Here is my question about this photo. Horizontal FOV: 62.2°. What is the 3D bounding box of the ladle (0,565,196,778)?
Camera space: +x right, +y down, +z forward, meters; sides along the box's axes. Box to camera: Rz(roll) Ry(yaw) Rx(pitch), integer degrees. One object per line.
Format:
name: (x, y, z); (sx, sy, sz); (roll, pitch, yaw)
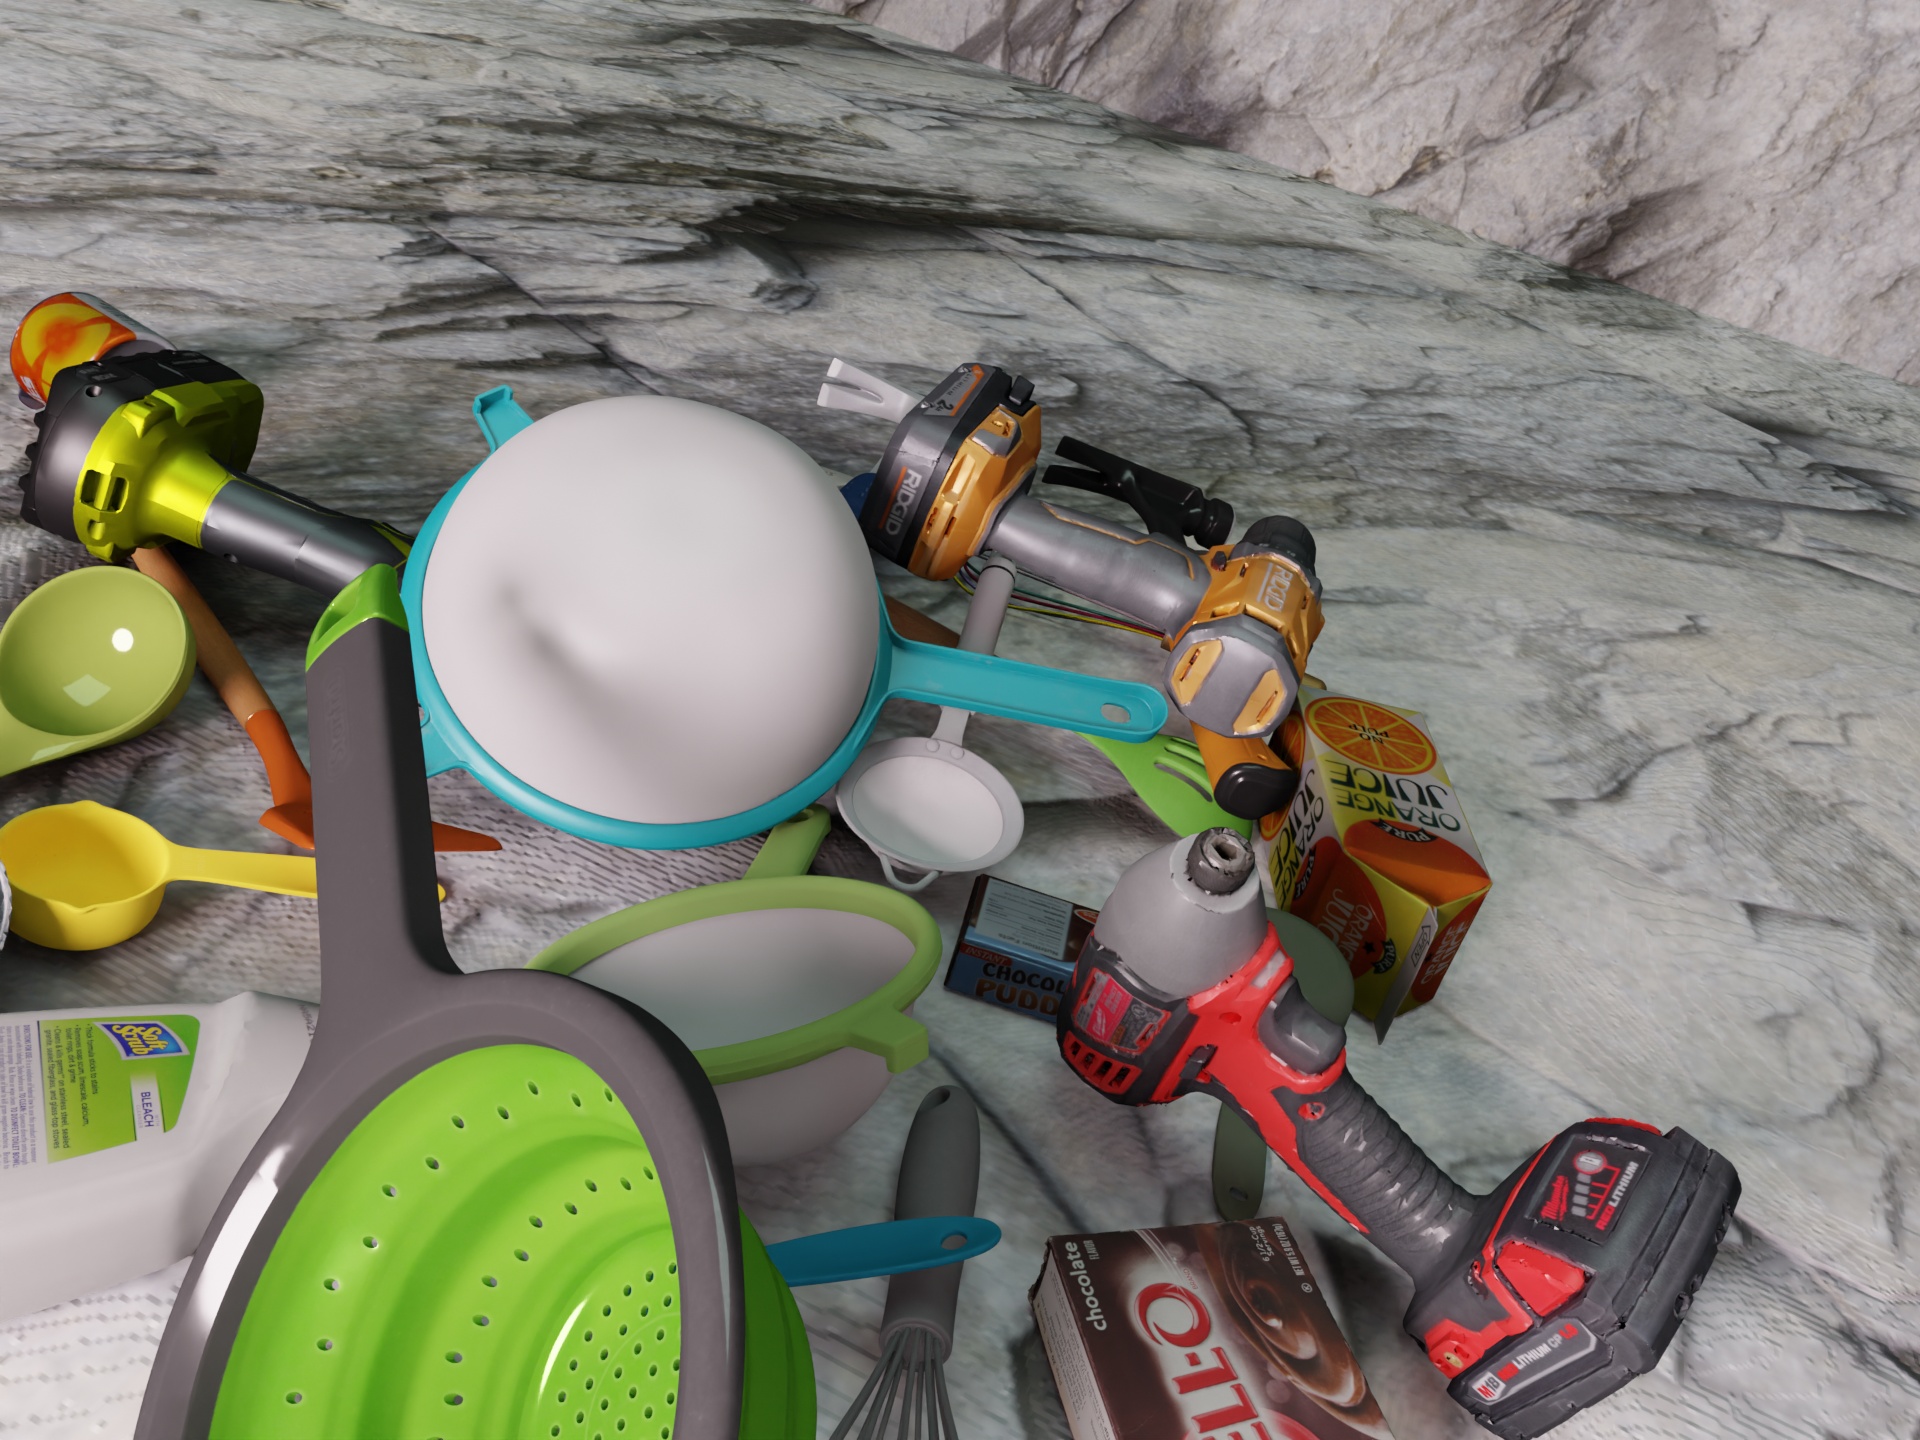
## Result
ladle: (-0.389, 0.036, 0.549); (0.078, 0.062, 0.320); (21, 34, 7)

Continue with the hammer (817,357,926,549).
hammer: (-0.052, -0.140, 0.931); (0.144, 0.035, 0.406); (23, 24, -1)

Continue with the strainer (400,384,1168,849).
strainer: (-0.059, -0.048, 0.671); (0.340, 0.095, 0.211); (11, 61, -12)

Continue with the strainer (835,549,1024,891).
strainer: (-0.001, -0.002, 0.765); (0.087, 0.050, 0.259); (17, 46, 0)

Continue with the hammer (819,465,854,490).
hammer: (-0.091, -0.066, 0.877); (0.130, 0.031, 0.332); (11, 32, -8)

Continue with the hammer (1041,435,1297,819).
hammer: (0.123, -0.059, 0.889); (0.127, 0.034, 0.337); (19, 31, -15)

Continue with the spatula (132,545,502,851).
spatula: (-0.307, -0.019, 0.689); (0.081, 0.041, 0.323); (6, 27, -48)

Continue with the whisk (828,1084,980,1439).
whisk: (-0.016, 0.193, 0.490); (0.055, 0.055, 0.239); (16, 26, -2)

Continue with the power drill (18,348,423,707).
power drill: (-0.300, -0.091, 0.758); (0.223, 0.080, 0.171); (25, 19, -2)

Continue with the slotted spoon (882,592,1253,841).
slotted spoon: (0.017, -0.024, 0.827); (0.314, 0.031, 0.070); (29, 35, 9)

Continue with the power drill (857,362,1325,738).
power drill: (0.081, -0.095, 0.811); (0.226, 0.084, 0.185); (29, 34, 4)

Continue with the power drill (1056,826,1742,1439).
power drill: (0.136, 0.130, 0.546); (0.220, 0.143, 0.078); (37, 54, 17)

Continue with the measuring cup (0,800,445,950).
measuring cup: (-0.274, 0.065, 0.595); (0.156, 0.029, 0.062); (11, 29, -32)

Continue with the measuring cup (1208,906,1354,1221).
measuring cup: (0.123, 0.134, 0.650); (0.083, 0.038, 0.168); (19, 31, 4)

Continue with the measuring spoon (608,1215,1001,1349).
measuring spoon: (-0.050, 0.174, 0.489); (0.128, 0.021, 0.042); (-9, 24, -2)

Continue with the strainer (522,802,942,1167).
strainer: (-0.074, 0.098, 0.602); (0.151, 0.069, 0.256); (-6, 14, 5)

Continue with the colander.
colander: (-0.127, 0.112, 0.439); (0.094, 0.204, 0.398); (35, 26, -46)

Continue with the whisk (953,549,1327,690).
whisk: (0.103, -0.059, 0.958); (0.245, 0.051, 0.047); (24, 52, 5)
